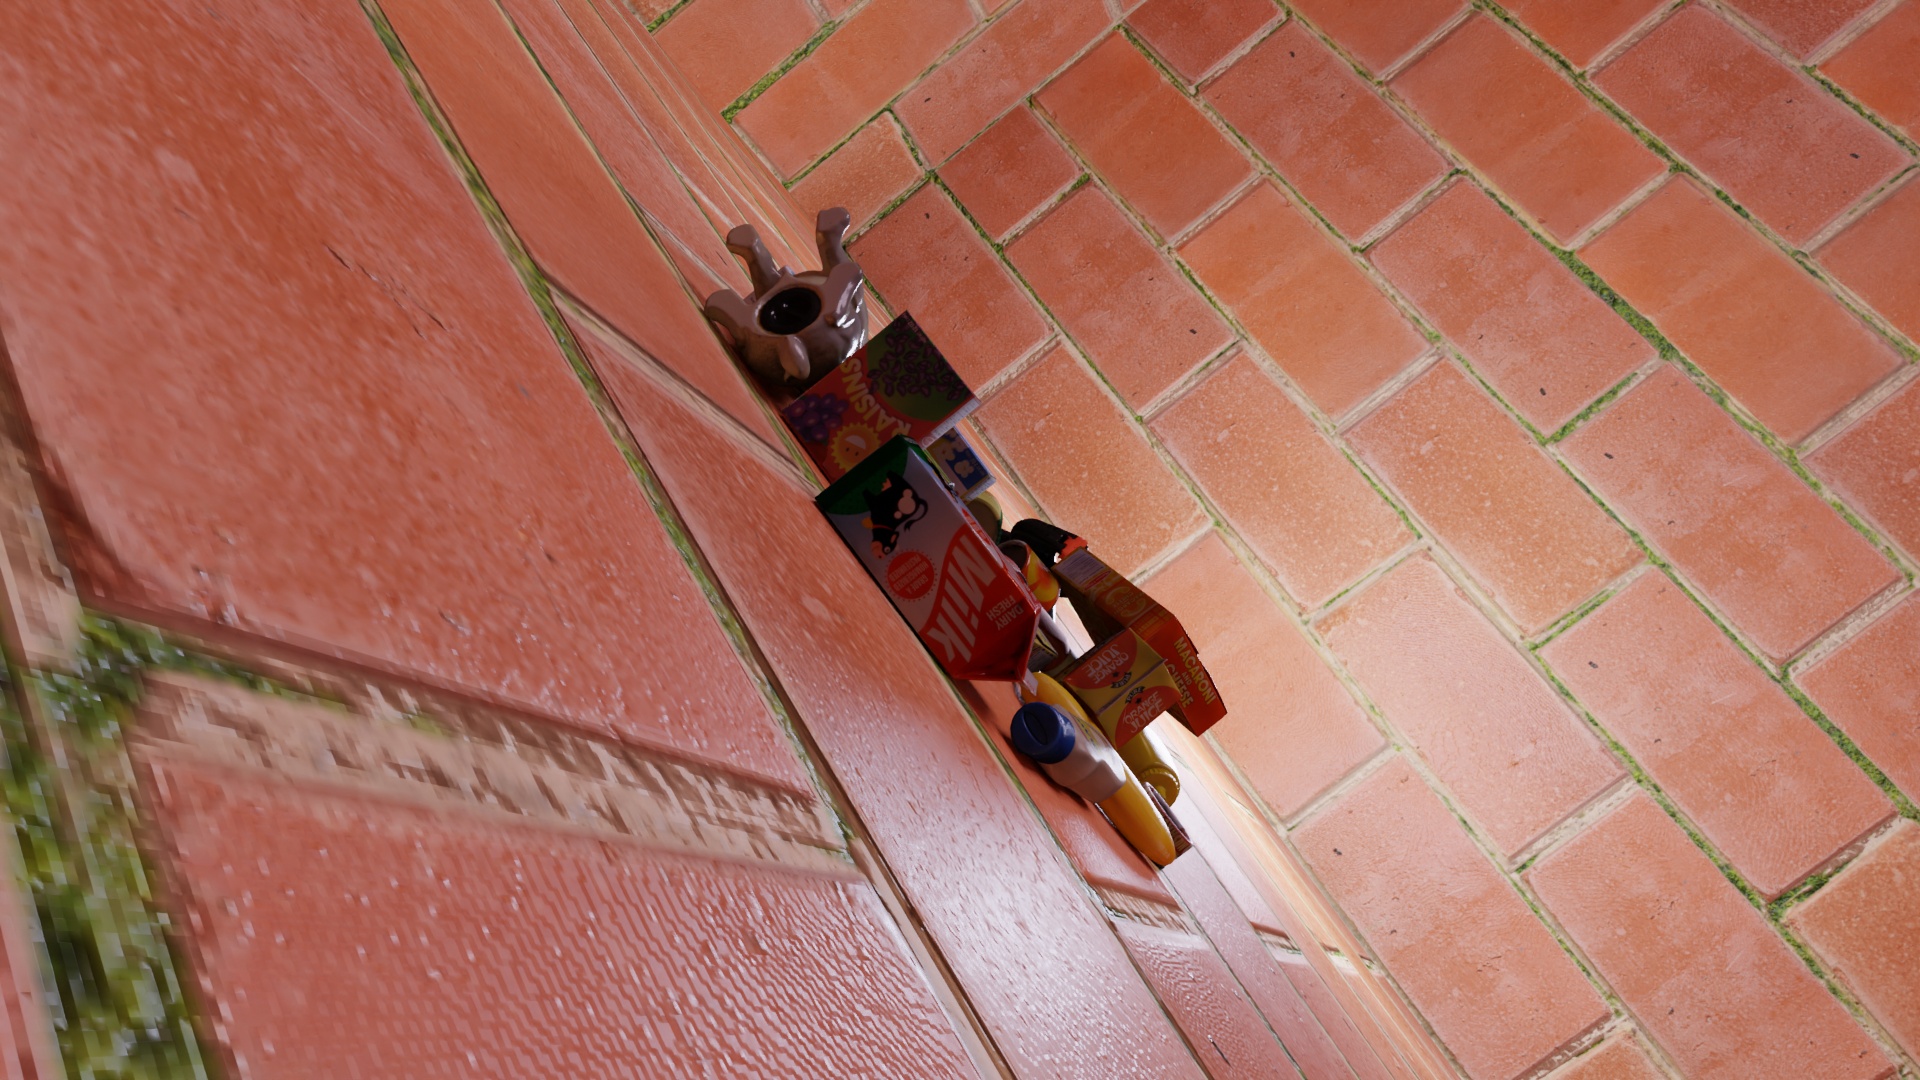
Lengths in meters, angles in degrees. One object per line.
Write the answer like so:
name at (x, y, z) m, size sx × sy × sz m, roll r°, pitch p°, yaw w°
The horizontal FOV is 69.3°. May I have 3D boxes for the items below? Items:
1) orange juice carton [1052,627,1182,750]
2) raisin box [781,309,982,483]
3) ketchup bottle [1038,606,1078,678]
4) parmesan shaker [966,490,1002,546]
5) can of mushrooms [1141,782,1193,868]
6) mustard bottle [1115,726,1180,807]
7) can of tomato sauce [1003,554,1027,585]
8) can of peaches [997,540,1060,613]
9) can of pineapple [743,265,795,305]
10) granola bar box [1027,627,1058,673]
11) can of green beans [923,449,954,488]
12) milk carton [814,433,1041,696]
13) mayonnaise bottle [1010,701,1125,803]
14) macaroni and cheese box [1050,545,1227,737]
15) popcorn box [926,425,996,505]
orange juice carton at (0.127, 0.127, 1.167) m, size 0.073 × 0.072 × 0.192 m, roll 53°, pitch -8°, yaw 4°
raisin box at (-0.059, -0.098, 1.035) m, size 0.086 × 0.123 × 0.040 m, roll 53°, pitch 5°, yaw 9°
ketchup bottle at (0.067, 0.084, 1.300) m, size 0.148 × 0.043 × 0.065 m, roll 50°, pitch 12°, yaw -20°
parmesan shaker at (0.005, -0.017, 1.342) m, size 0.071 × 0.071 × 0.103 m, roll 52°, pitch 6°, yaw -4°
can of mushrooms at (0.162, 0.237, 1.156) m, size 0.071 × 0.033 × 0.071 m, roll 52°, pitch 5°, yaw -6°
mustard bottle at (0.179, 0.221, 1.314) m, size 0.065 × 0.049 × 0.160 m, roll 49°, pitch 6°, yaw -11°
can of tomato sauce at (0.017, 0.041, 1.043) m, size 0.071 × 0.071 × 0.083 m, roll 52°, pitch 5°, yaw 0°
can of peaches at (0.055, 0.043, 1.358) m, size 0.058 × 0.071 × 0.071 m, roll 49°, pitch 6°, yaw -34°
can of pineapple at (-0.156, -0.201, 1.237) m, size 0.071 × 0.058 × 0.071 m, roll 51°, pitch 5°, yaw -6°
granola bar box at (0.008, 0.034, 1.174) m, size 0.166 × 0.039 × 0.124 m, roll 54°, pitch 6°, yaw 24°
can of green beans at (-0.048, -0.046, 1.086) m, size 0.058 × 0.071 × 0.071 m, roll 52°, pitch 5°, yaw 8°
milk carton at (-0.007, 0.025, 0.934) m, size 0.190 × 0.073 × 0.072 m, roll 53°, pitch 5°, yaw 2°
mayonnaise bottle at (0.075, 0.147, 0.985) m, size 0.065 × 0.041 × 0.148 m, roll 57°, pitch 7°, yaw 26°
macaroni and cheese box at (0.157, 0.086, 1.234) m, size 0.123 × 0.040 × 0.167 m, roll 58°, pitch -9°, yaw -31°
popcorn box at (-0.038, -0.079, 1.278) m, size 0.127 × 0.085 × 0.038 m, roll 54°, pitch 6°, yaw 15°
